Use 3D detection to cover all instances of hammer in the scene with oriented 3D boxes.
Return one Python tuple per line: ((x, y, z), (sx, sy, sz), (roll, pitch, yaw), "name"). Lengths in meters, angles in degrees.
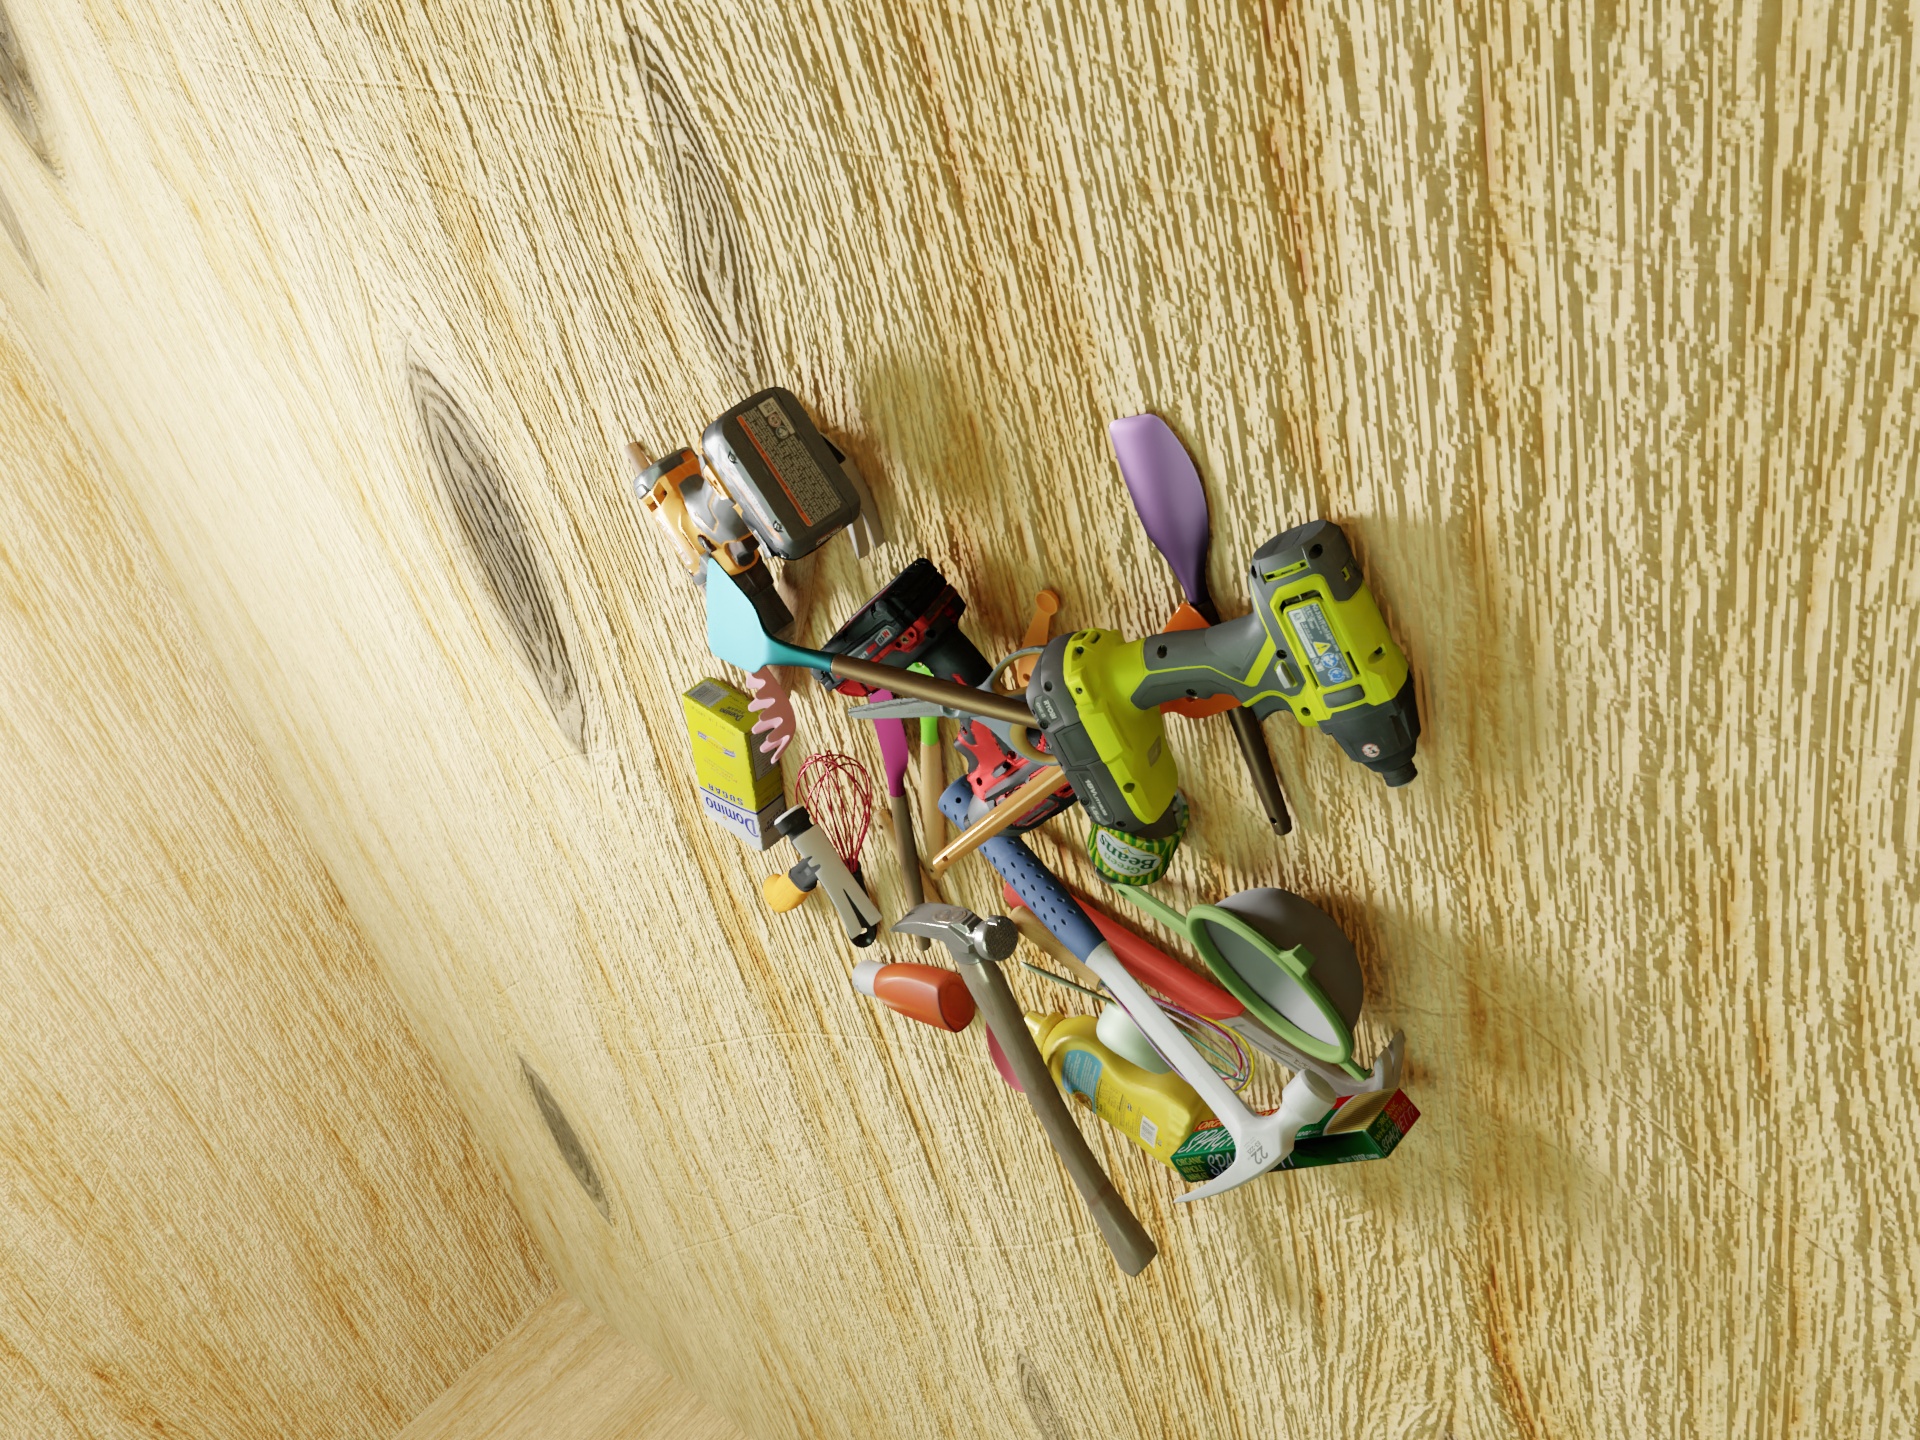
((-0.138, -0.117, 1.360), (0.130, 0.031, 0.331), (42, 146, 15), "hammer")
((-0.153, 0.164, 1.563), (0.127, 0.034, 0.337), (55, 163, 2), "hammer")
((0.110, 0.196, 1.261), (0.144, 0.035, 0.406), (-52, 59, 17), "hammer")
((0.071, 0.337, 1.432), (0.146, 0.038, 0.410), (0, 123, 52), "hammer")
((0.184, 0.211, 1.283), (0.359, 0.037, 0.149), (31, 142, 28), "hammer")

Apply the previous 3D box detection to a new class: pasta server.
((-0.228, -0.109, 1.430), (0.316, 0.040, 0.060), (60, 163, 3), "pasta server")

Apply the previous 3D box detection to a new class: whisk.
((0.136, 0.220, 1.286), (0.245, 0.051, 0.047), (34, 110, 30), "whisk")
((-0.111, 0.130, 1.541), (0.073, 0.073, 0.295), (30, 146, 29), "whisk")

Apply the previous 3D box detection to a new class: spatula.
((0.081, 0.030, 1.147), (0.322, 0.041, 0.081), (-40, 85, 34), "spatula")
((0.170, -0.057, 1.060), (0.060, 0.018, 0.315), (1, 121, 47), "spatula")
((-0.063, -0.041, 1.160), (0.317, 0.044, 0.082), (16, 121, 20), "spatula")

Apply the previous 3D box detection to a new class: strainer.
((0.210, 0.153, 1.182), (0.257, 0.069, 0.151), (31, 159, 51), "strainer")

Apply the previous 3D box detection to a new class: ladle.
((-0.003, 0.220, 1.524), (0.069, 0.031, 0.315), (-14, 109, 51), "ladle")

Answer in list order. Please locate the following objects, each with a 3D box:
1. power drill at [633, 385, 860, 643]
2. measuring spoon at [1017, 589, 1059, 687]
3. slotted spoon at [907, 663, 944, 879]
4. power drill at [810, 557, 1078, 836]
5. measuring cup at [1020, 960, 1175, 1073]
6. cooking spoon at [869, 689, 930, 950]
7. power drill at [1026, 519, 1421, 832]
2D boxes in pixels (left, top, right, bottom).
((-0.162, -0.150, 1.258), (0.185, 0.084, 0.226), (57, 152, -9), "power drill")
((0.059, -0.060, 1.200), (0.021, 0.011, 0.116), (34, 147, 16), "measuring spoon")
((-0.027, 0.033, 1.375), (0.070, 0.031, 0.313), (31, 143, 29), "slotted spoon")
((-0.002, -0.004, 1.227), (0.219, 0.079, 0.143), (46, 131, -8), "power drill")
((0.113, 0.248, 1.327), (0.167, 0.038, 0.083), (28, 179, -18), "measuring cup")
((-0.053, 0.086, 1.434), (0.069, 0.017, 0.318), (47, 152, 51), "cooking spoon")
((0.169, -0.012, 1.010), (0.223, 0.080, 0.171), (-19, 107, 35), "power drill")
